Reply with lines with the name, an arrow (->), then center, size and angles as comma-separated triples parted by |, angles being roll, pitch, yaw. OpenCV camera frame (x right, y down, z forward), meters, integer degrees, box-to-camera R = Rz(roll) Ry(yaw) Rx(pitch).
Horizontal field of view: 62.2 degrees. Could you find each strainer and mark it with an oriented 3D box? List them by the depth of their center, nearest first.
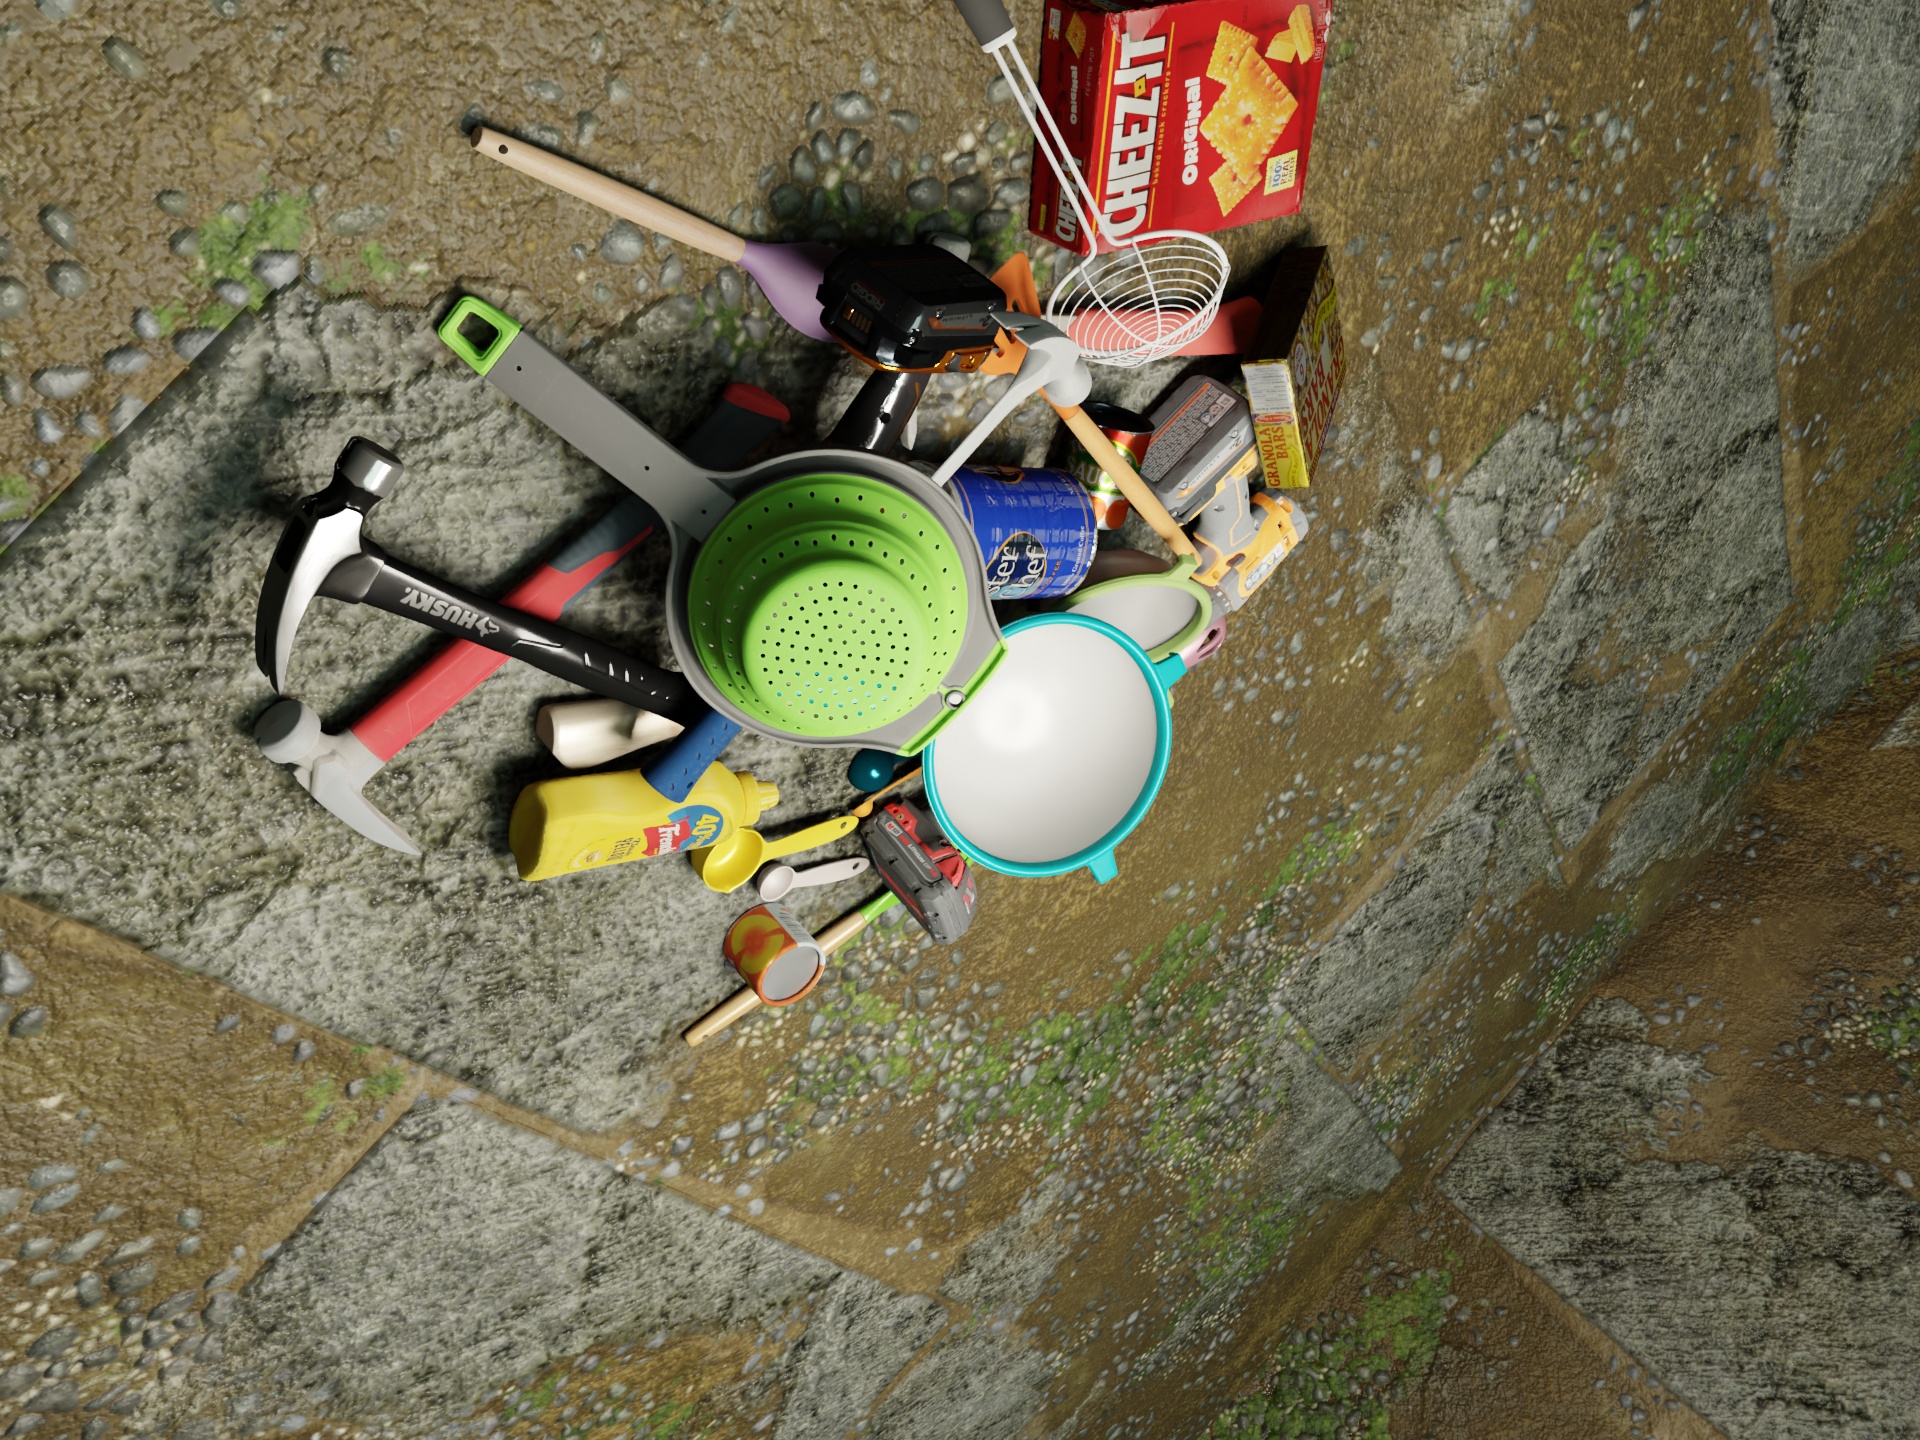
strainer -> -0.002, -0.004, 1.238 | 0.340, 0.095, 0.211 | 15, 98, -23
strainer -> 0.142, -0.081, 1.352 | 0.151, 0.069, 0.256 | -18, 154, 12

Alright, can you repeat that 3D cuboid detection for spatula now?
spatula -> -0.157, -0.294, 0.973 | 0.315, 0.018, 0.059 | 11, 113, -48
spatula -> 0.099, -0.210, 1.177 | 0.081, 0.041, 0.322 | -49, 127, -1

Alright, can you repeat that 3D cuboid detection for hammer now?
hammer -> -0.271, -0.046, 0.985 | 0.146, 0.035, 0.334 | -56, 143, 7
hammer -> -0.258, -0.075, 1.033 | 0.386, 0.038, 0.143 | -42, 141, -10
hammer -> -0.068, -0.105, 1.052 | 0.405, 0.035, 0.144 | -47, 165, 5
hammer -> -0.119, -0.031, 1.198 | 0.410, 0.038, 0.146 | -10, 125, -38
hammer -> 0.102, -0.286, 1.207 | 0.359, 0.037, 0.149 | -10, 126, -38

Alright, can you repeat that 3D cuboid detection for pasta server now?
pasta server -> 0.126, -0.010, 1.454 | 0.316, 0.040, 0.060 | -36, 139, -10

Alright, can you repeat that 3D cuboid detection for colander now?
colander -> -0.139, -0.105, 0.943 | 0.396, 0.095, 0.204 | 38, 104, -21

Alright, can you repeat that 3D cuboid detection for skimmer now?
skimmer -> 0.056, -0.385, 1.021 | 0.127, 0.090, 0.363 | -23, 117, 21

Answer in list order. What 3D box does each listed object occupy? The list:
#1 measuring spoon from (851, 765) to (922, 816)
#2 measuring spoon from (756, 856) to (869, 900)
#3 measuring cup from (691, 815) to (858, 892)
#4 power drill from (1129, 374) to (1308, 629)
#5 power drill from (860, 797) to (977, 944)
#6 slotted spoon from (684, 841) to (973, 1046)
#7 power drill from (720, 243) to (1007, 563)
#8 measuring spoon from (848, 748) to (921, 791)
measuring spoon -> -0.042, 0.050, 1.343 | 0.117, 0.011, 0.021 | -32, 180, -20
measuring spoon -> -0.125, 0.126, 1.336 | 0.124, 0.018, 0.034 | -6, 125, -48
measuring cup -> -0.149, 0.094, 1.278 | 0.156, 0.029, 0.062 | -15, 129, -42
power drill -> 0.201, -0.163, 1.365 | 0.185, 0.084, 0.226 | -46, 145, -3
power drill -> 0.039, 0.083, 1.351 | 0.219, 0.143, 0.078 | -35, 144, -15
slotted spoon -> -0.106, 0.188, 1.389 | 0.314, 0.031, 0.070 | -34, 140, -17
power drill -> -0.073, -0.190, 1.035 | 0.164, 0.084, 0.226 | -26, 150, -52
measuring spoon -> -0.035, 0.028, 1.332 | 0.128, 0.021, 0.042 | -23, 133, -28
